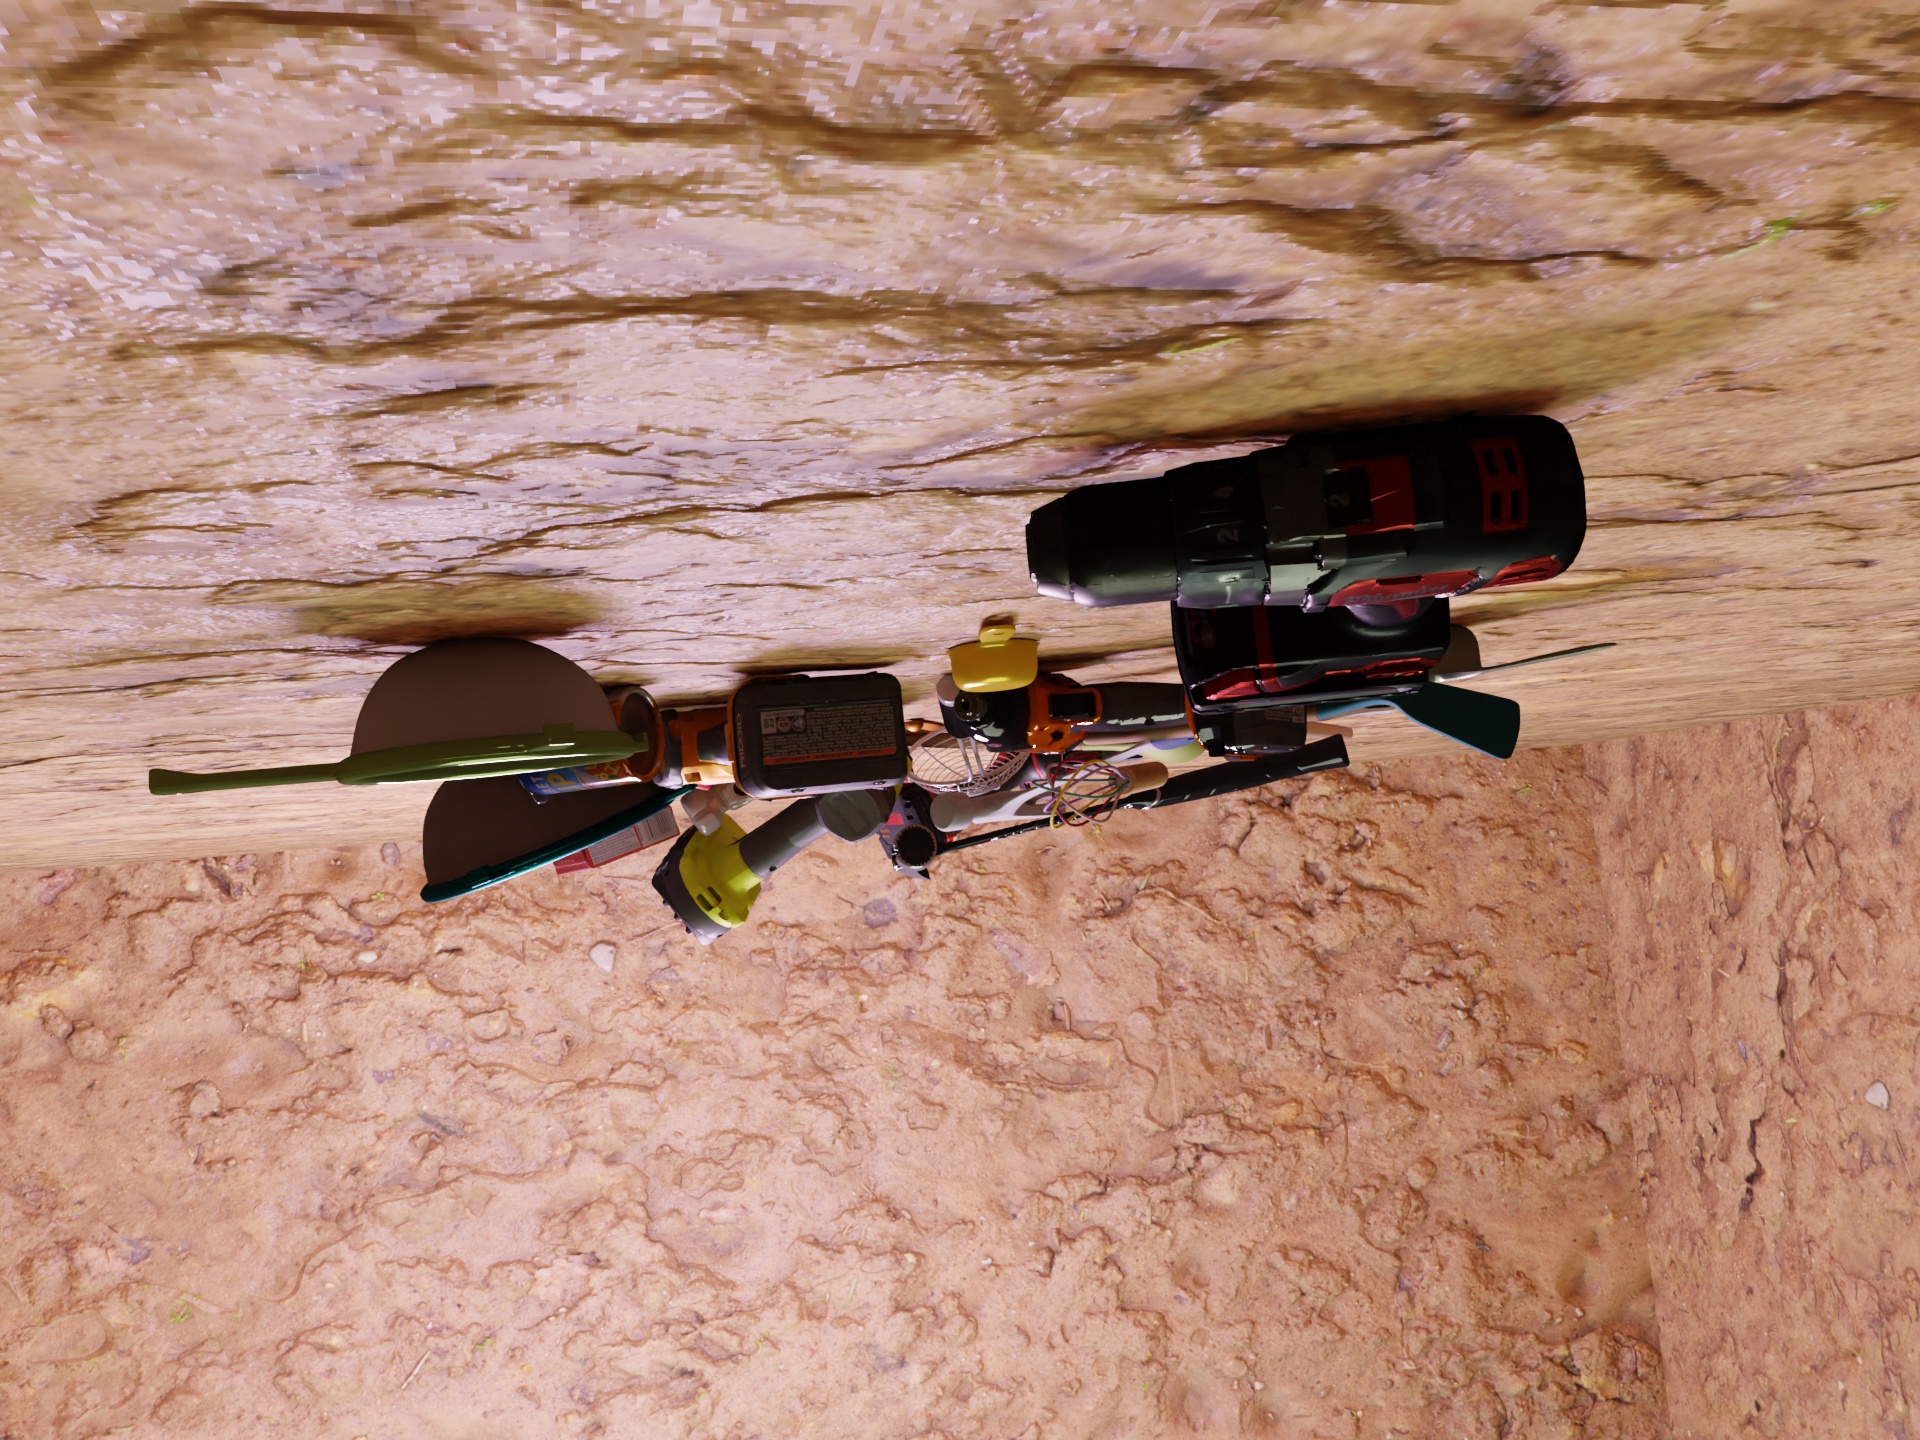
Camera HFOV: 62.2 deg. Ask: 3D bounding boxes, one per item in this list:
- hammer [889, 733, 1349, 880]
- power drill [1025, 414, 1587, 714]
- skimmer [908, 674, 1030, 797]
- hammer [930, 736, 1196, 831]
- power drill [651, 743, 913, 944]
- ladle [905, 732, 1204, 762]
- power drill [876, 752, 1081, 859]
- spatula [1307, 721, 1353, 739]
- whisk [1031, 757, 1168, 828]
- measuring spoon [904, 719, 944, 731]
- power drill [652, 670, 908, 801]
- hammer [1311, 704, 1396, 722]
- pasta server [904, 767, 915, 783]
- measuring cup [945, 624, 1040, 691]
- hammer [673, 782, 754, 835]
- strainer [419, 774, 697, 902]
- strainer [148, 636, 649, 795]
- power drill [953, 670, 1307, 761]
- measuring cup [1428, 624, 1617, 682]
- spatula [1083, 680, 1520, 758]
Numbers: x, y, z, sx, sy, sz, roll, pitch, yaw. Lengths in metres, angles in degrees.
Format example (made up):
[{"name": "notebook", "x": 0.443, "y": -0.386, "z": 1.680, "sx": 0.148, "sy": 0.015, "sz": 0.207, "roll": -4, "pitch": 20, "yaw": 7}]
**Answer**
[{"name": "hammer", "x": 0.139, "y": 0.072, "z": 1.354, "sx": 0.409, "sy": 0.036, "sz": 0.149, "roll": -13, "pitch": 169, "yaw": -7}, {"name": "power drill", "x": 0.124, "y": -0.057, "z": 0.630, "sx": 0.188, "sy": 0.080, "sz": 0.226, "roll": -6, "pitch": 172, "yaw": 5}, {"name": "skimmer", "x": -0.002, "y": -0.004, "z": 1.341, "sx": 0.127, "sy": 0.090, "sz": 0.363, "roll": -16, "pitch": 164, "yaw": 0}, {"name": "hammer", "x": 0.158, "y": 0.018, "z": 1.297, "sx": 0.144, "sy": 0.035, "sz": 0.405, "roll": -3, "pitch": 163, "yaw": -45}, {"name": "power drill", "x": -0.142, "y": 0.085, "z": 1.351, "sx": 0.223, "sy": 0.080, "sz": 0.171, "roll": -33, "pitch": -166, "yaw": 18}, {"name": "ladle", "x": 0.099, "y": 0.010, "z": 1.619, "sx": 0.320, "sy": 0.062, "sz": 0.078, "roll": 1, "pitch": 169, "yaw": 12}, {"name": "power drill", "x": 0.016, "y": 0.071, "z": 1.705, "sx": 0.219, "sy": 0.078, "sz": 0.143, "roll": -25, "pitch": -173, "yaw": -25}, {"name": "spatula", "x": 0.242, "y": -0.001, "z": 1.531, "sx": 0.315, "sy": 0.018, "sz": 0.060, "roll": 5, "pitch": 172, "yaw": -21}, {"name": "whisk", "x": 0.108, "y": 0.048, "z": 1.158, "sx": 0.051, "sy": 0.047, "sz": 0.245, "roll": 0, "pitch": -179, "yaw": 22}, {"name": "measuring spoon", "x": -0.033, "y": 0.008, "z": 1.550, "sx": 0.021, "sy": 0.011, "sz": 0.117, "roll": -6, "pitch": 175, "yaw": 11}, {"name": "power drill", "x": -0.112, "y": 0.012, "z": 1.154, "sx": 0.185, "sy": 0.084, "sz": 0.226, "roll": -5, "pitch": 179, "yaw": -27}, {"name": "hammer", "x": 0.346, "y": -0.002, "z": 1.716, "sx": 0.128, "sy": 0.033, "sz": 0.331, "roll": -4, "pitch": 175, "yaw": -26}, {"name": "pasta server", "x": -0.104, "y": 0.047, "z": 1.771, "sx": 0.060, "sy": 0.040, "sz": 0.316, "roll": 5, "pitch": 176, "yaw": 10}, {"name": "measuring cup", "x": 0.022, "y": -0.038, "z": 0.979, "sx": 0.062, "sy": 0.029, "sz": 0.156, "roll": -5, "pitch": 177, "yaw": -1}, {"name": "hammer", "x": -0.213, "y": 0.041, "z": 1.467, "sx": 0.143, "sy": 0.038, "sz": 0.386, "roll": -34, "pitch": -170, "yaw": -15}, {"name": "strainer", "x": -0.376, "y": 0.067, "z": 1.310, "sx": 0.211, "sy": 0.095, "sz": 0.340, "roll": -26, "pitch": -171, "yaw": -35}, {"name": "strainer", "x": -0.299, "y": -0.002, "z": 0.828, "sx": 0.256, "sy": 0.069, "sz": 0.151, "roll": -5, "pitch": 177, "yaw": 4}, {"name": "power drill", "x": 0.112, "y": -0.011, "z": 1.113, "sx": 0.226, "sy": 0.084, "sz": 0.164, "roll": -3, "pitch": 177, "yaw": 28}, {"name": "measuring cup", "x": 0.380, "y": -0.055, "z": 1.142, "sx": 0.167, "sy": 0.038, "sz": 0.083, "roll": -10, "pitch": 173, "yaw": 26}, {"name": "spatula", "x": 0.238, "y": 0.005, "z": 1.158, "sx": 0.317, "sy": 0.044, "sz": 0.082, "roll": -7, "pitch": -153, "yaw": 28}]
